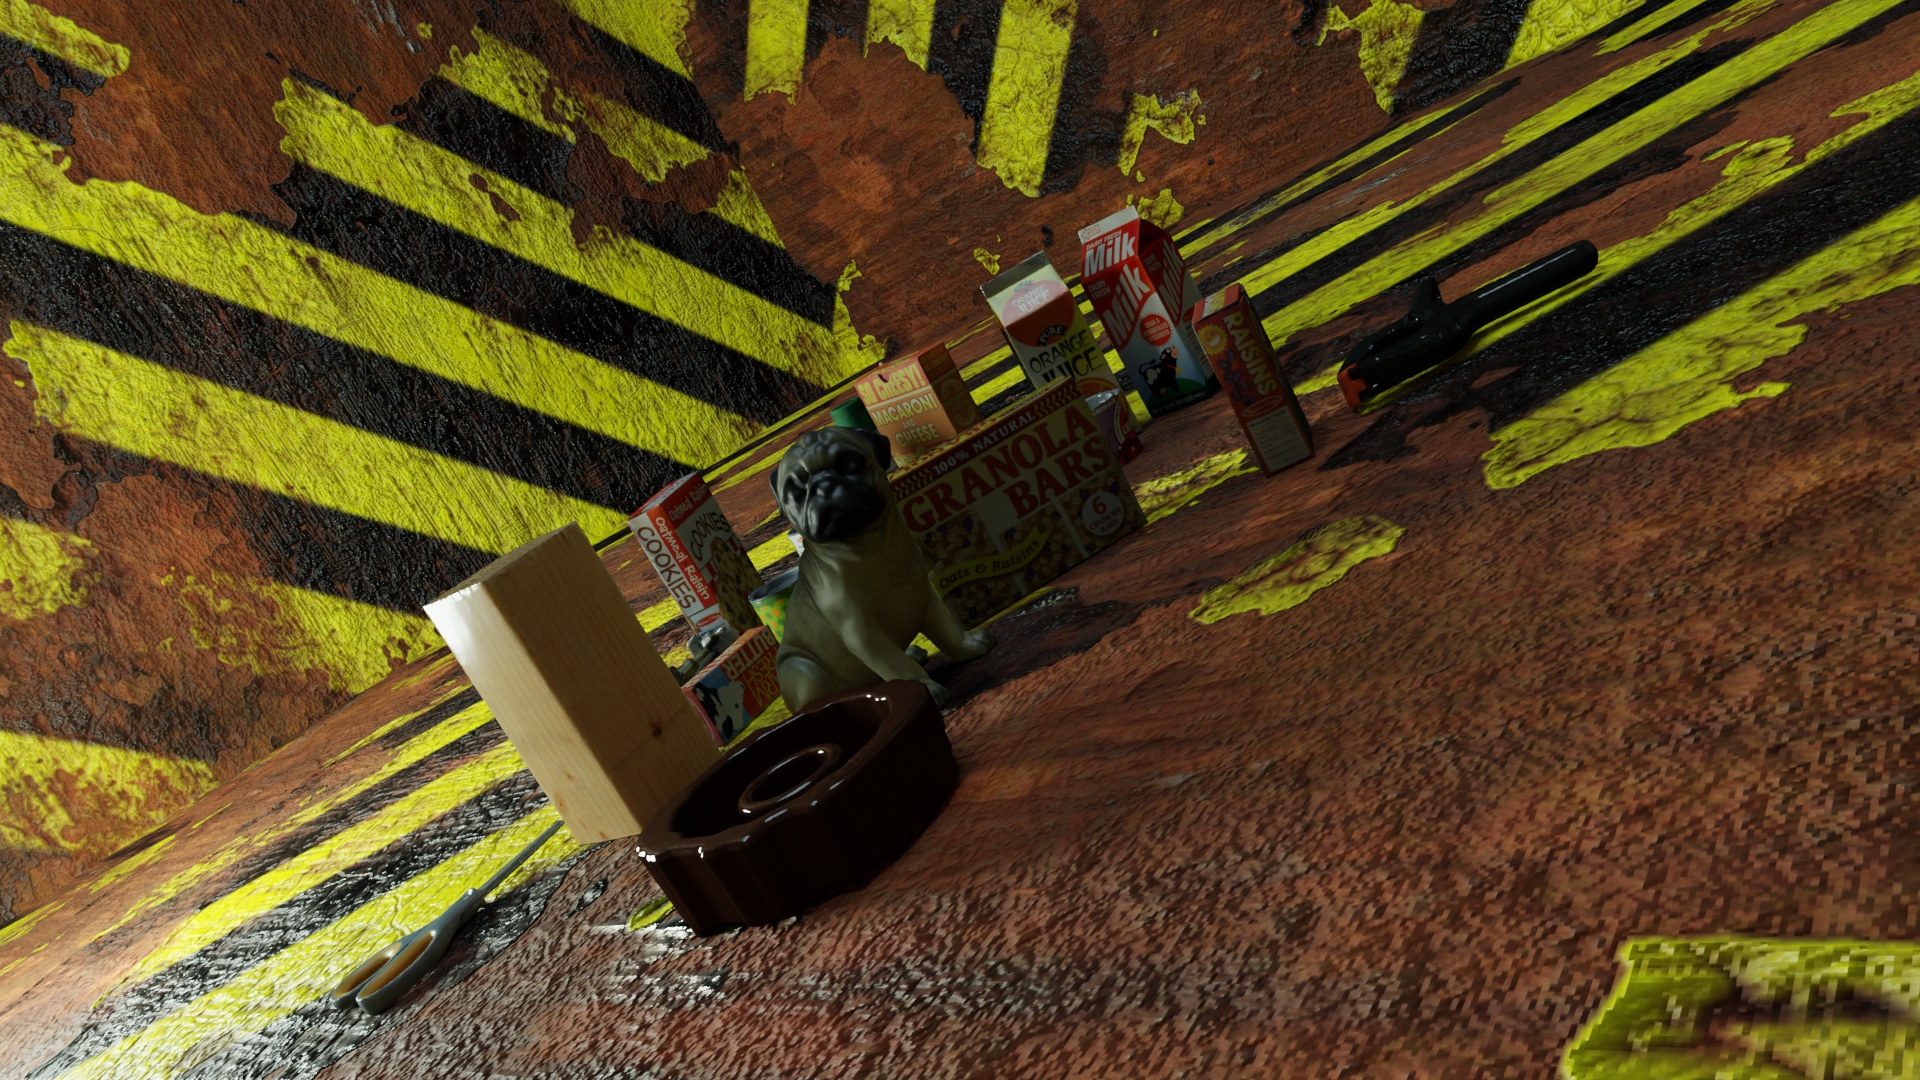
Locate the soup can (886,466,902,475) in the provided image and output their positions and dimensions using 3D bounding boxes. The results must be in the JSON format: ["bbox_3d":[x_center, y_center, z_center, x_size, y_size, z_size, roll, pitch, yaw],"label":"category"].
[{"bbox_3d":[-0.063,-0.015,1.286,0.071,0.083,0.071,-28,12,7],"label":"soup can"}]

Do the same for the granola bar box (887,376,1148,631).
[{"bbox_3d":[0.037,-0.027,1.015,0.166,0.124,0.039,-31,12,-8],"label":"granola bar box"}]

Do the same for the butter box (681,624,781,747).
[{"bbox_3d":[-0.174,0.113,1.088,0.024,0.053,0.104,-21,15,36],"label":"butter box"}]

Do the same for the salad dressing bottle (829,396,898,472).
[{"bbox_3d":[-0.084,-0.076,1.432,0.044,0.147,0.064,-18,16,44],"label":"salad dressing bottle"}]

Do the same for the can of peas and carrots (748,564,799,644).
[{"bbox_3d":[-0.145,0.061,1.222,0.071,0.058,0.071,-28,12,6],"label":"can of peas and carrots"}]

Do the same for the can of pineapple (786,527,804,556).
[{"bbox_3d":[-0.138,0.001,1.452,0.071,0.057,0.071,-28,12,6],"label":"can of pineapple"}]

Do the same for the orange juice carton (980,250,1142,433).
[{"bbox_3d":[0.094,-0.174,1.324,0.072,0.192,0.073,-29,12,2],"label":"orange juice carton"}]

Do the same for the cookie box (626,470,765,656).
[{"bbox_3d":[-0.240,0.027,1.317,0.040,0.167,0.123,-26,12,13],"label":"cookie box"}]

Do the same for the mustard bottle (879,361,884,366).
[{"bbox_3d":[-0.050,-0.123,1.515,0.065,0.160,0.048,-35,13,-25],"label":"mustard bottle"}]

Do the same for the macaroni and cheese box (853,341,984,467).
[{"bbox_3d":[-0.023,-0.099,1.341,0.040,0.166,0.123,-36,14,-31],"label":"macaroni and cheese box"}]

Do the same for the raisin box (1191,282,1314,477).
[{"bbox_3d":[0.210,-0.117,0.994,0.040,0.123,0.086,-25,13,20],"label":"raisin box"}]

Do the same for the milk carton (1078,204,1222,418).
[{"bbox_3d":[0.182,-0.222,1.326,0.072,0.190,0.074,-18,16,42],"label":"milk carton"}]

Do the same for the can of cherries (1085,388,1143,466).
[{"bbox_3d":[0.125,-0.095,1.250,0.071,0.058,0.071,-28,12,6],"label":"can of cherries"}]
